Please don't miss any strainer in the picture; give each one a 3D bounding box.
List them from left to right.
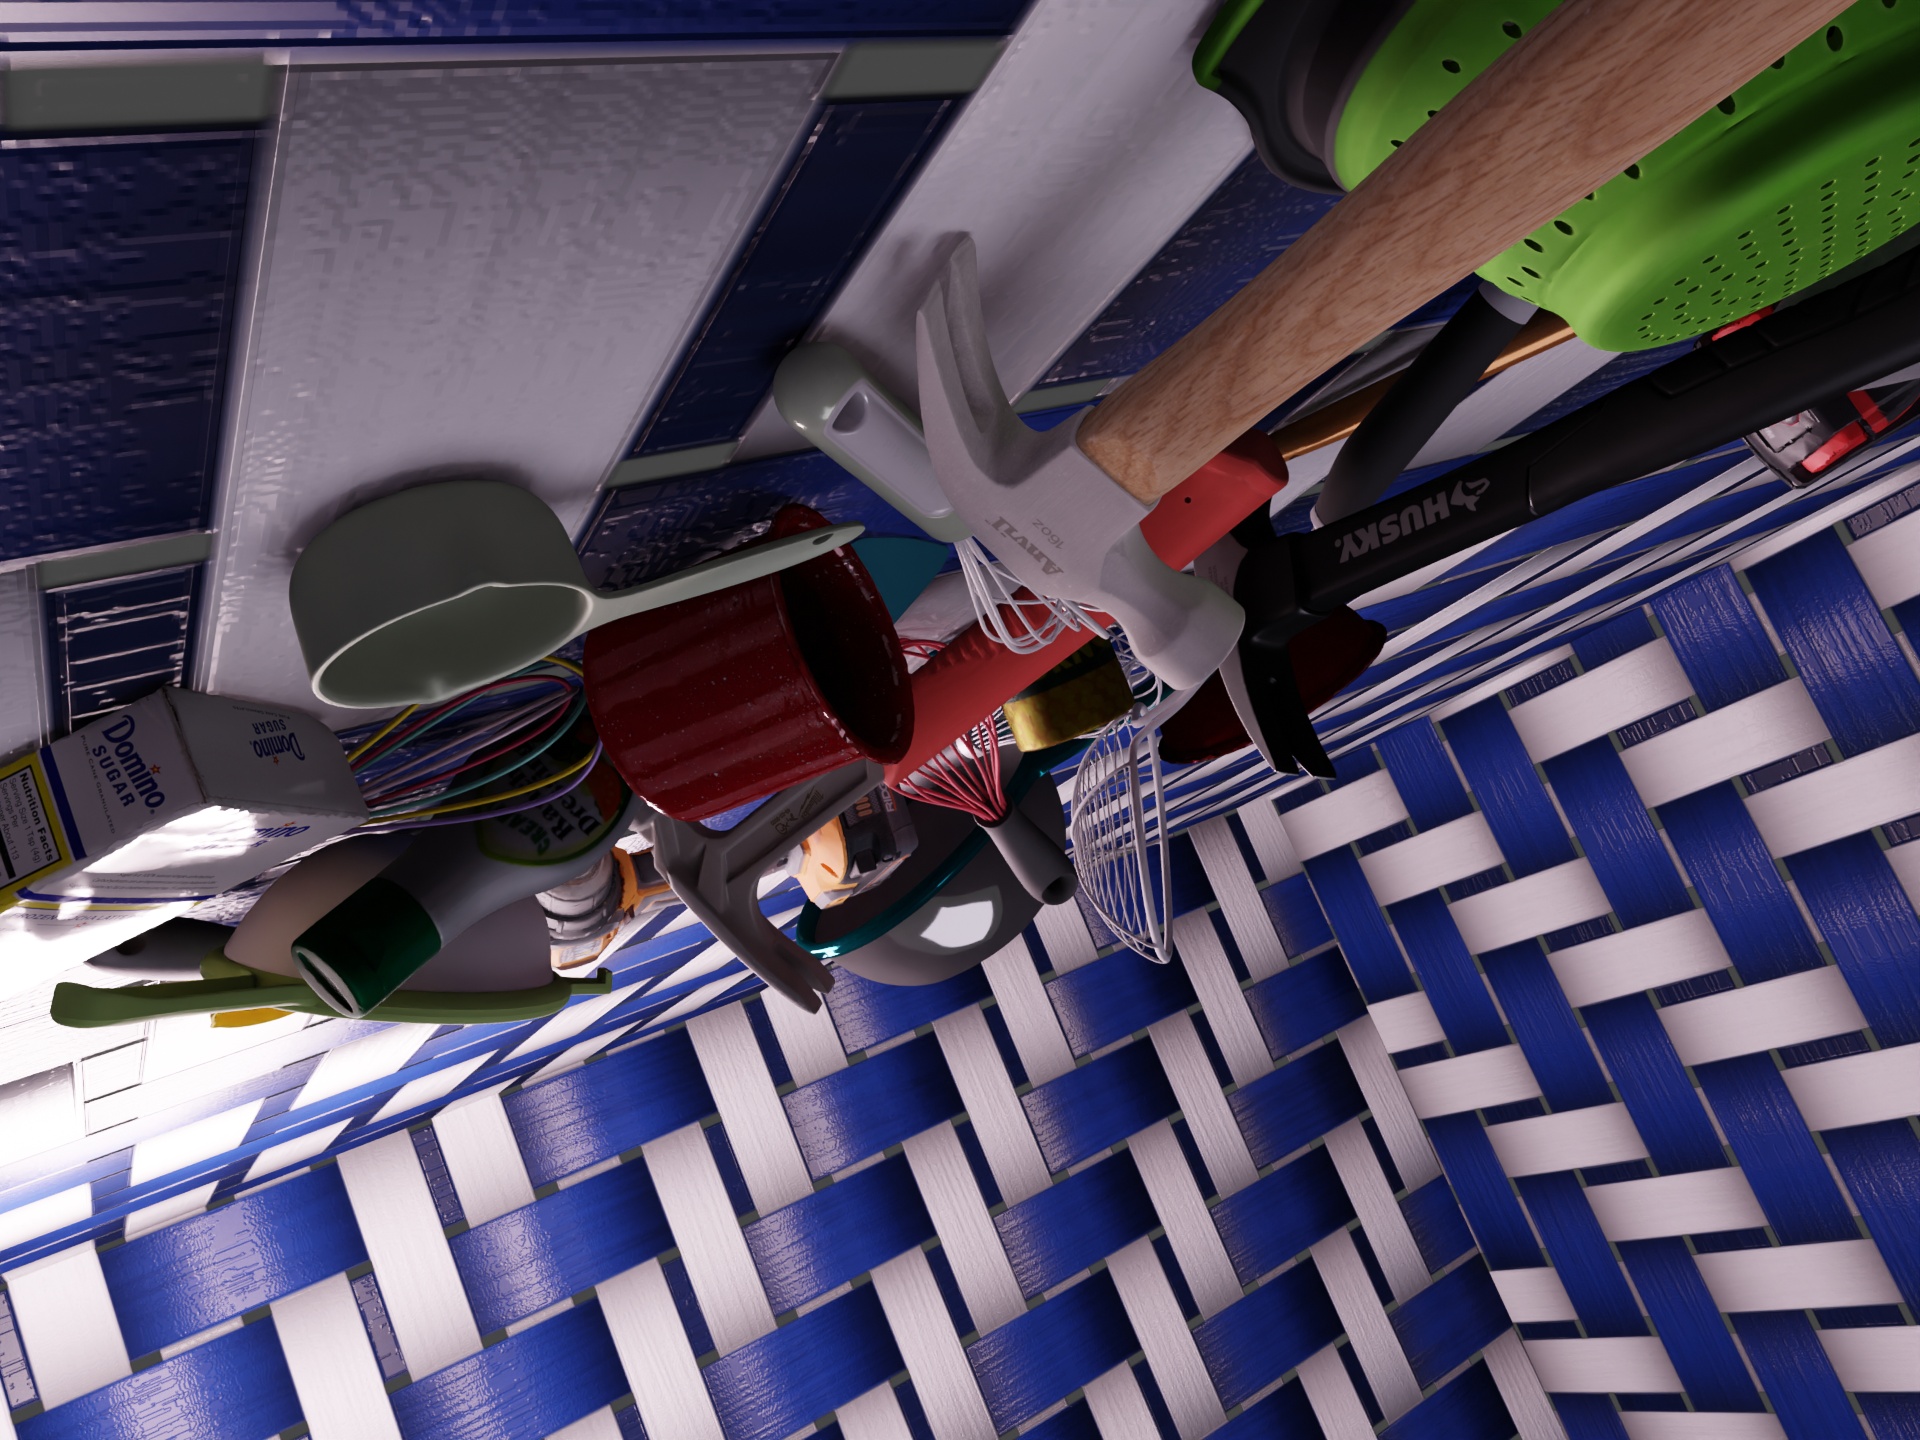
[{"bbox_3d":[-0.253,0.079,0.634,0.151,0.069,0.256,7,177,14],"label":"strainer"},{"bbox_3d":[0.044,0.073,1.019,0.340,0.095,0.211,-34,-164,29],"label":"strainer"}]

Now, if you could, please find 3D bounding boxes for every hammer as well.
[{"bbox_3d":[-0.001,-0.002,0.697,0.359,0.149,0.037,-37,-169,30],"label":"hammer"},{"bbox_3d":[0.101,-0.110,0.326,0.331,0.130,0.031,-34,-156,51],"label":"hammer"},{"bbox_3d":[0.207,-0.083,0.534,0.035,0.146,0.335,7,161,-36],"label":"hammer"}]

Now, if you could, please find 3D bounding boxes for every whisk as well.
[{"bbox_3d":[-0.326,0.108,0.755,0.055,0.055,0.238,-25,165,8],"label":"whisk"},{"bbox_3d":[-0.235,0.029,0.572,0.245,0.051,0.047,-21,148,12],"label":"whisk"},{"bbox_3d":[0.002,-0.067,0.522,0.058,0.059,0.246,-52,157,4],"label":"whisk"},{"bbox_3d":[0.012,0.039,0.845,0.073,0.073,0.295,-25,146,9],"label":"whisk"},{"bbox_3d":[0.026,0.001,0.970,0.070,0.070,0.284,-16,173,-35],"label":"whisk"}]

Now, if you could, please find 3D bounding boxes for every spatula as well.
[{"bbox_3d":[-0.143,0.005,0.684,0.317,0.044,0.082,-23,173,26],"label":"spatula"},{"bbox_3d":[0.265,-0.181,0.632,0.322,0.041,0.081,-23,172,22],"label":"spatula"}]

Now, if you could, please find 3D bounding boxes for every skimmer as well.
[{"bbox_3d":[0.152,-0.032,0.709,0.363,0.090,0.127,-55,-164,36],"label":"skimmer"}]

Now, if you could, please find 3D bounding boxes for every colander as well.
[{"bbox_3d":[0.244,-0.171,0.415,0.397,0.094,0.204,-16,168,-33],"label":"colander"}]

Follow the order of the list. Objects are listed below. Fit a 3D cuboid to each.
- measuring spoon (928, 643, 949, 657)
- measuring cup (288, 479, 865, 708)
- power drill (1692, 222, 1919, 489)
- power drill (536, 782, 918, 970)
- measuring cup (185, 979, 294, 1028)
[{"bbox_3d":[0.035,-0.058,0.785,0.128,0.021,0.042,-18,-174,28],"label":"measuring spoon"},{"bbox_3d":[-0.104,-0.048,0.449,0.167,0.038,0.083,-20,170,-31],"label":"measuring cup"},{"bbox_3d":[0.339,-0.150,0.569,0.143,0.078,0.219,-34,172,16],"label":"power drill"},{"bbox_3d":[-0.143,0.074,0.898,0.226,0.084,0.185,-15,167,-19],"label":"power drill"},{"bbox_3d":[-0.368,0.119,0.791,0.062,0.029,0.156,-21,158,-8],"label":"measuring cup"}]
